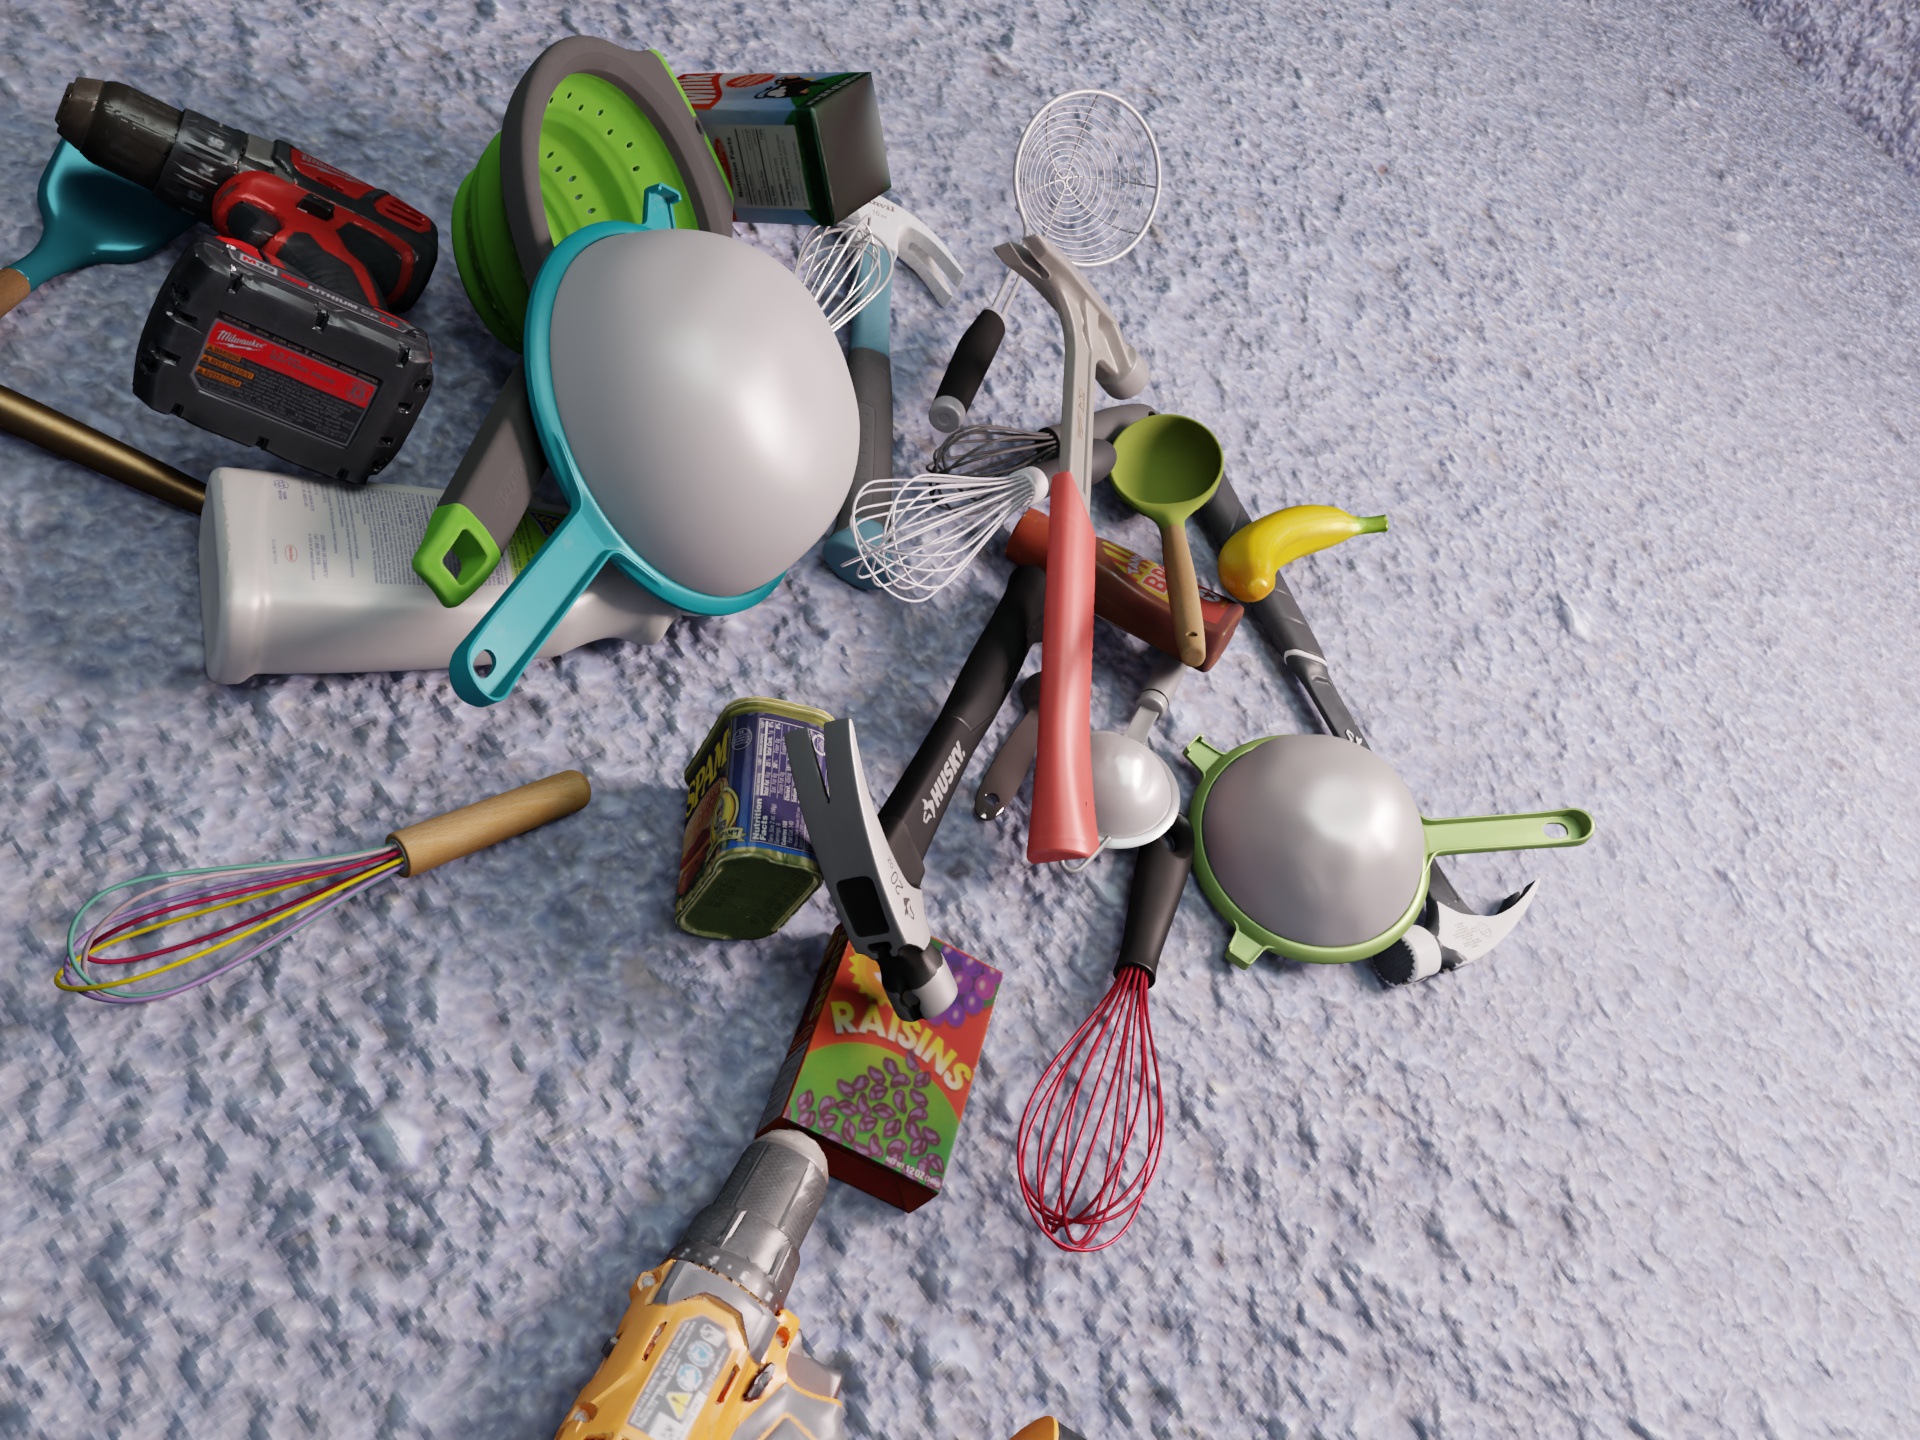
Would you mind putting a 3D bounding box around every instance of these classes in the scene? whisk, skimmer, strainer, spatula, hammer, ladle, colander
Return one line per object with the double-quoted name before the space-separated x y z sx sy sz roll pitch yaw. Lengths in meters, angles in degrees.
"whisk" 0.088 0.150 0.844 0.073 0.073 0.296 32 43 -8
"skimmer" 0.060 -0.318 1.103 0.127 0.090 0.364 52 38 -28
"strainer" 0.114 -0.007 0.973 0.087 0.050 0.258 24 44 9
"spatula" -0.458 -0.204 0.748 0.082 0.044 0.318 38 35 -21
"hammer" -0.001 -0.003 0.846 0.146 0.035 0.335 67 26 -23
"ladle" 0.130 -0.114 0.962 0.078 0.062 0.320 -2 26 5
"hammer" 0.059 -0.095 0.909 0.149 0.037 0.359 33 54 -50
"hammer" -0.061 -0.223 1.022 0.128 0.033 0.331 14 54 -21
"whisk" 0.022 -0.133 0.942 0.070 0.070 0.284 49 38 7
"hammer" 0.245 -0.024 1.065 0.149 0.036 0.409 -9 65 -36
"whisk" 0.060 -0.181 1.058 0.239 0.055 0.055 -24 74 -44
"whisk" -0.109 -0.215 0.955 0.058 0.059 0.246 29 64 -3
"whisk" -0.271 0.066 0.702 0.245 0.047 0.051 -23 85 -43
"strainer" -0.131 -0.126 0.768 0.210 0.095 0.341 59 33 -28
"strainer" 0.266 0.060 0.945 0.256 0.069 0.152 -3 61 -8
"colander" -0.229 -0.204 0.839 0.204 0.094 0.397 62 31 -42

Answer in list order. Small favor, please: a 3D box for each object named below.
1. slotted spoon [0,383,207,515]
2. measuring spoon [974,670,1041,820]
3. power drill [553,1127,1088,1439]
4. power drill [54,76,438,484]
"slotted spoon" -0.488 -0.163 0.738 0.313 0.031 0.070 26 48 -16
"measuring spoon" 0.037 0.012 0.928 0.034 0.018 0.124 28 50 3
"power drill" -0.039 0.292 0.660 0.226 0.084 0.185 32 47 -2
"power drill" -0.349 -0.228 0.778 0.187 0.080 0.227 21 29 -33
